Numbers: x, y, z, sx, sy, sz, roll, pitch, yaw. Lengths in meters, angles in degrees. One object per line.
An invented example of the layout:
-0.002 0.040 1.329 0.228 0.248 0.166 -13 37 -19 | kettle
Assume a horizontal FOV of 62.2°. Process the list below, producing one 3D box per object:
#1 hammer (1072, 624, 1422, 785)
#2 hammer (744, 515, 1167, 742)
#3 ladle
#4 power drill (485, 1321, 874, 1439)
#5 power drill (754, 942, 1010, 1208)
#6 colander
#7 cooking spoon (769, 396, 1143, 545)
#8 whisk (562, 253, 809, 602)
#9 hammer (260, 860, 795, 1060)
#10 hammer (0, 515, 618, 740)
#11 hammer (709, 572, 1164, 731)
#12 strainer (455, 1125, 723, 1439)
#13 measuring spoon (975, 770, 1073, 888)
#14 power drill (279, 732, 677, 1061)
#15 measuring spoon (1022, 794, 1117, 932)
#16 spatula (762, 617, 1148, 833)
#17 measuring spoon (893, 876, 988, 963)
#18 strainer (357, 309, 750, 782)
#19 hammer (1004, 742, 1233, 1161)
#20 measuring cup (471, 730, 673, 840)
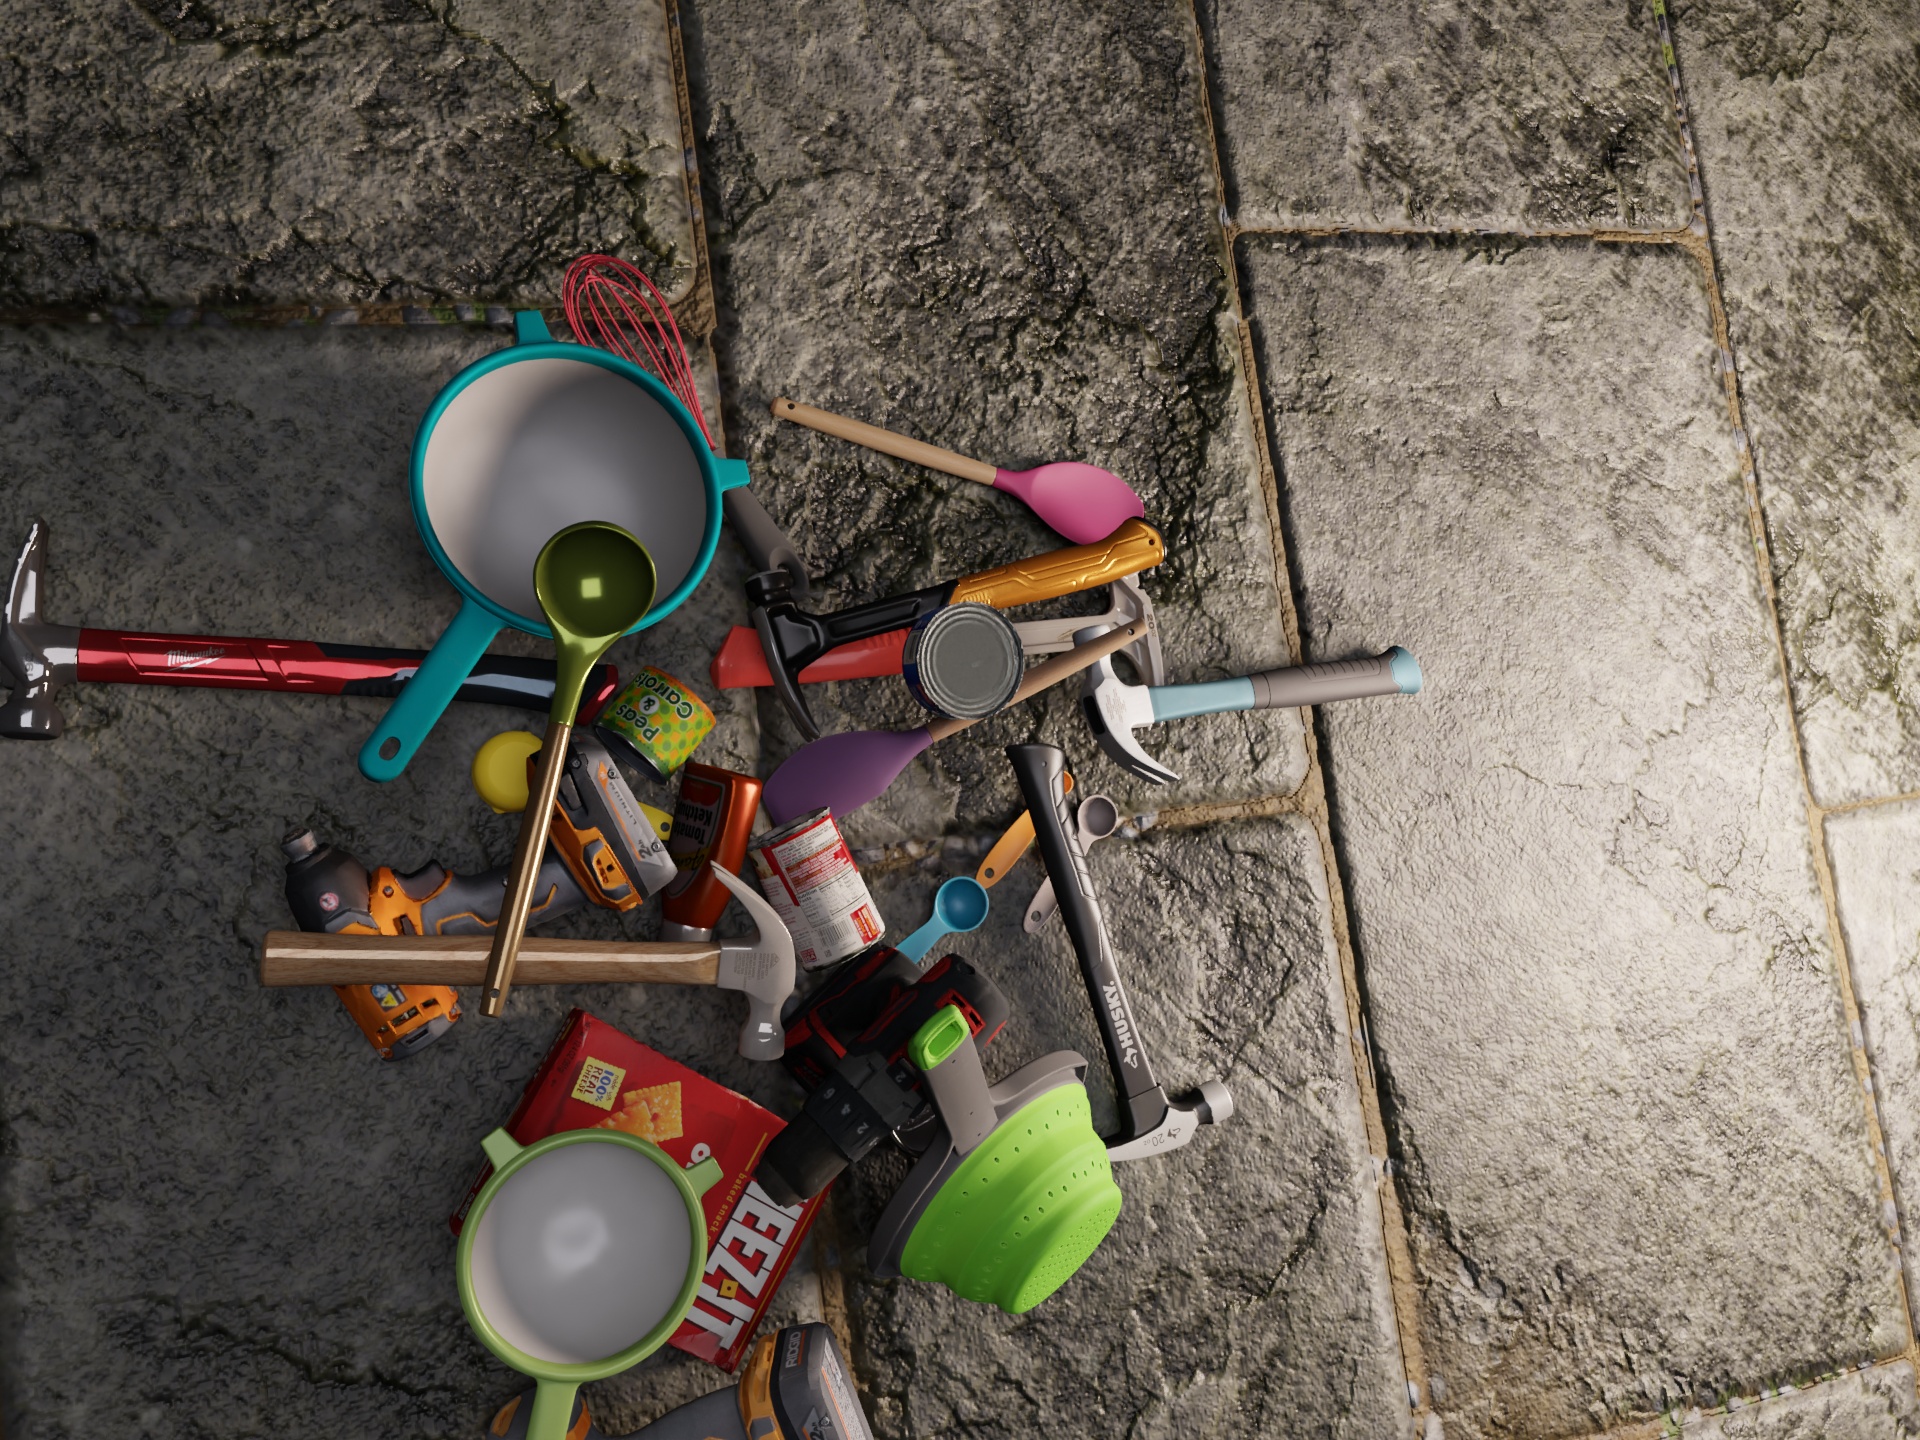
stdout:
0.243 -0.026 1.290 0.331 0.033 0.128 -7 83 -28 | hammer
0.012 -0.088 1.204 0.337 0.034 0.127 -17 87 -22 | hammer
-0.258 0.026 1.001 0.078 0.062 0.320 14 74 -13 | ladle
-0.171 0.501 1.030 0.226 0.084 0.185 -17 103 4 | power drill
-0.068 0.231 1.060 0.188 0.227 0.080 -43 96 -13 | power drill
0.032 0.287 1.010 0.204 0.396 0.095 -41 61 -17 | colander
0.002 -0.202 1.264 0.318 0.017 0.069 16 76 -17 | cooking spoon
-0.198 -0.214 1.178 0.073 0.073 0.295 -36 101 -20 | whisk
-0.270 0.152 1.022 0.331 0.031 0.130 4 98 -18 | hammer
-0.429 -0.050 1.081 0.386 0.038 0.143 3 79 -19 | hammer
-0.012 -0.048 1.227 0.359 0.037 0.149 -7 84 -20 | hammer
-0.248 0.379 0.989 0.151 0.069 0.256 14 82 -19 | strainer
0.048 0.086 1.243 0.021 0.011 0.117 42 75 -9 | measuring spoon
-0.323 0.100 1.053 0.226 0.084 0.164 -32 108 -14 | power drill
0.082 0.113 1.249 0.034 0.018 0.124 35 79 -12 | measuring spoon
-0.002 -0.004 1.192 0.316 0.018 0.060 -26 92 -4 | spatula
-0.033 0.167 1.201 0.128 0.021 0.042 -41 96 -11 | measuring spoon
-0.309 -0.097 1.091 0.211 0.095 0.340 35 68 -16 | strainer
0.096 0.175 1.220 0.146 0.035 0.335 -19 92 -21 | hammer
-0.268 0.053 1.125 0.156 0.029 0.062 22 76 -14 | measuring cup
